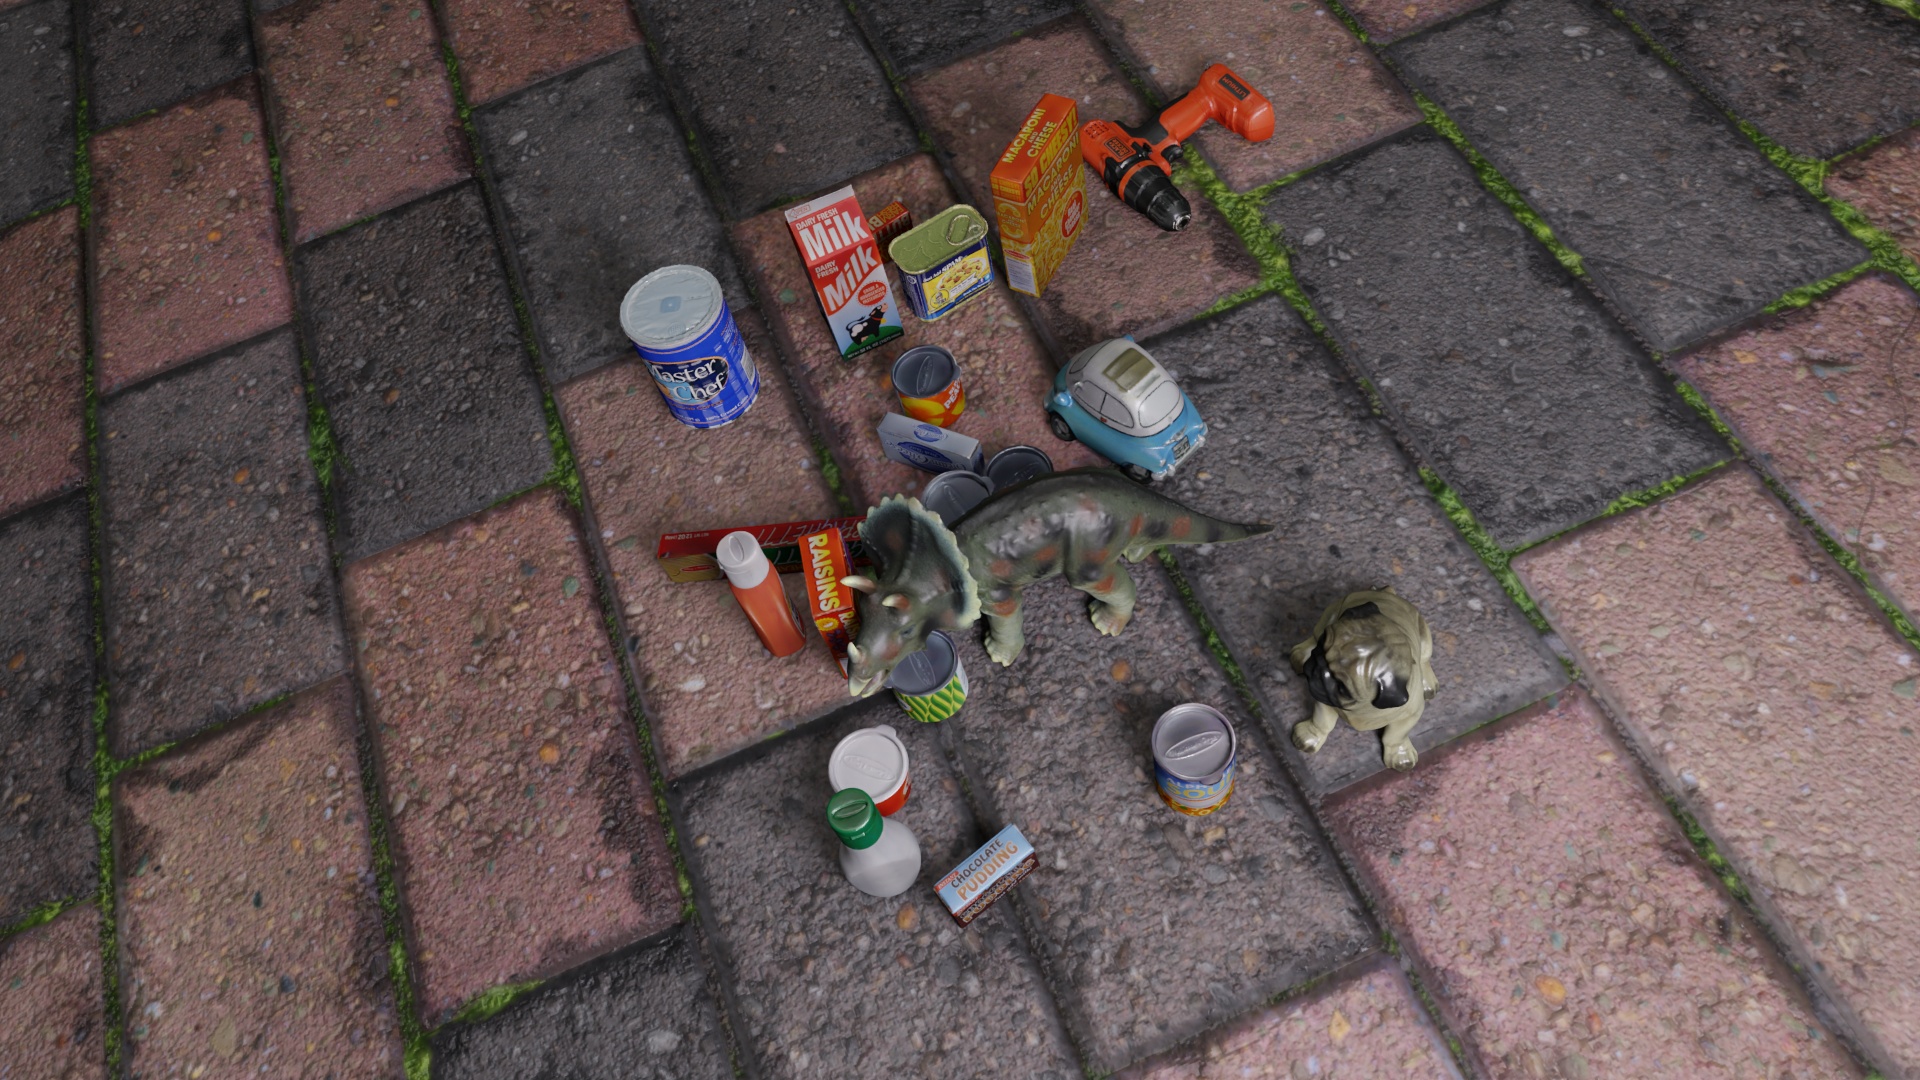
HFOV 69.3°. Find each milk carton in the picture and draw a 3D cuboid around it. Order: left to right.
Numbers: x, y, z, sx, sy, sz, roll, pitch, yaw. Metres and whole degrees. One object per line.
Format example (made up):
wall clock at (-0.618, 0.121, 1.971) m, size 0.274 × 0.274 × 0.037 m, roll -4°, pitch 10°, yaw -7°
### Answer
milk carton at (-0.119, -0.275, 1.395) m, size 0.072 × 0.189 × 0.074 m, roll -24°, pitch 58°, yaw -5°

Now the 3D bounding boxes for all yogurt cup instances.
yogurt cup at (-0.073, 0.199, 1.173) m, size 0.072 × 0.053 × 0.073 m, roll -5°, pitch 58°, yaw 8°

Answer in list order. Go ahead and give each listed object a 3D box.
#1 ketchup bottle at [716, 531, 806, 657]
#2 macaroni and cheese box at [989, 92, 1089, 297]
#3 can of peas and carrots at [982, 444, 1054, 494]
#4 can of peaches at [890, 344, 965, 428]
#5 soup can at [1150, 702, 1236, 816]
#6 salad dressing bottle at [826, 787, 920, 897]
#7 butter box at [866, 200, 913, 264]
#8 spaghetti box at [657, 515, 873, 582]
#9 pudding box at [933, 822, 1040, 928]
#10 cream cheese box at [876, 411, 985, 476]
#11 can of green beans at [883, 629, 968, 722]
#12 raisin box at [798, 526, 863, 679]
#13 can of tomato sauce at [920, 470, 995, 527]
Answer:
ketchup bottle at (-0.178, 0.045, 1.231) m, size 0.043 × 0.148 × 0.065 m, roll -26°, pitch 58°, yaw -5°
macaroni and cheese box at (0.082, -0.350, 1.419) m, size 0.040 × 0.165 × 0.124 m, roll 21°, pitch 65°, yaw 21°
can of peas and carrots at (0.059, -0.045, 1.297) m, size 0.071 × 0.058 × 0.071 m, roll -5°, pitch 58°, yaw 8°
can of peaches at (-0.029, -0.151, 1.379) m, size 0.071 × 0.057 × 0.071 m, roll -5°, pitch 58°, yaw 8°
soup can at (0.189, 0.180, 1.119) m, size 0.071 × 0.083 × 0.071 m, roll -5°, pitch 58°, yaw 8°
salad dressing bottle at (-0.070, 0.238, 1.093) m, size 0.064 × 0.147 × 0.044 m, roll -18°, pitch 57°, yaw -1°
butter box at (-0.098, -0.318, 1.498) m, size 0.104 × 0.053 × 0.024 m, roll -36°, pitch 59°, yaw -12°
spaghetti box at (-0.157, 0.007, 1.310) m, size 0.250 × 0.050 × 0.029 m, roll -5°, pitch 58°, yaw 7°
pudding box at (0.022, 0.269, 1.115) m, size 0.084 × 0.049 × 0.030 m, roll -36°, pitch 59°, yaw -12°
cream cheese box at (-0.027, -0.088, 1.343) m, size 0.104 × 0.053 × 0.024 m, roll 19°, pitch 64°, yaw 21°
can of green beans at (-0.030, 0.118, 1.213) m, size 0.071 × 0.057 × 0.071 m, roll -5°, pitch 58°, yaw 8°
raisin box at (-0.105, 0.057, 1.226) m, size 0.040 × 0.123 × 0.086 m, roll -15°, pitch 57°, yaw 1°
can of tomato sauce at (0.005, -0.016, 1.275) m, size 0.071 × 0.082 × 0.071 m, roll -5°, pitch 58°, yaw 8°
